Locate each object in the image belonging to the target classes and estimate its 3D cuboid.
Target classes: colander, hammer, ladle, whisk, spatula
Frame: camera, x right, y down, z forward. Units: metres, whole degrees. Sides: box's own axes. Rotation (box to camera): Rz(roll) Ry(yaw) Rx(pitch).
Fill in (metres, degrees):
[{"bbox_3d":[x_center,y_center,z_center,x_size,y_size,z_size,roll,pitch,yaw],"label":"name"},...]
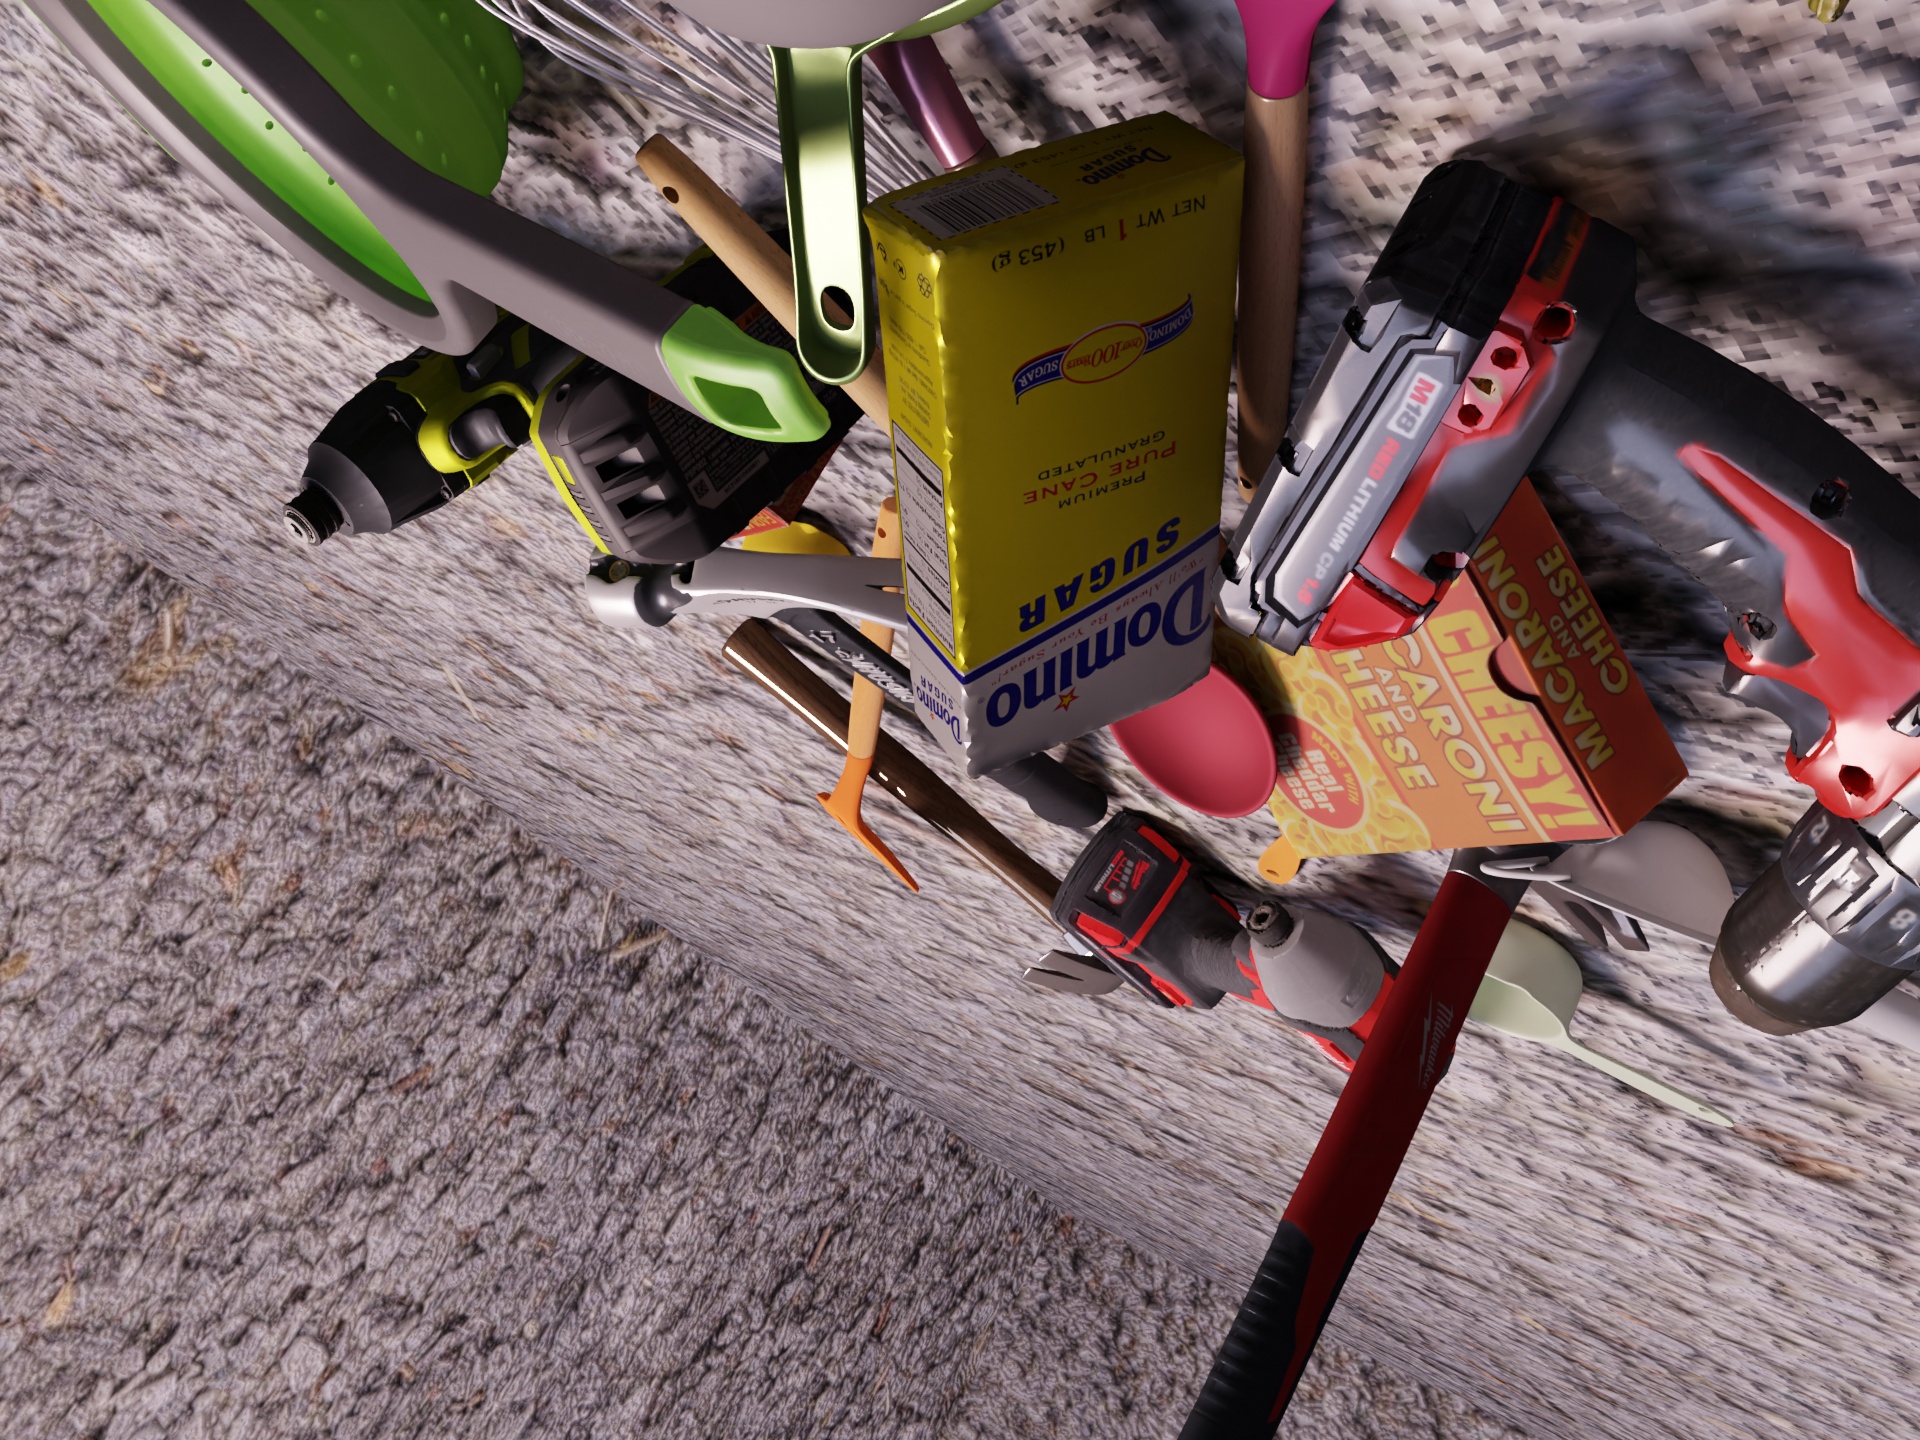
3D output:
[{"bbox_3d":[-0.161,-0.193,0.504,0.397,0.094,0.204,32,167,31],"label":"colander"},{"bbox_3d":[0.152,0.202,0.618,0.143,0.386,0.038,39,160,-23],"label":"hammer"},{"bbox_3d":[0.009,-0.073,0.541,0.069,0.031,0.315,-16,128,47],"label":"ladle"},{"bbox_3d":[-0.031,-0.173,0.484,0.284,0.070,0.070,34,163,-24],"label":"whisk"},{"bbox_3d":[-0.046,-0.005,0.862,0.081,0.041,0.322,40,146,21],"label":"spatula"},{"bbox_3d":[-0.016,0.053,1.002,0.331,0.130,0.031,40,120,-1],"label":"hammer"},{"bbox_3d":[-0.001,-0.002,0.754,0.149,0.036,0.408,4,167,23],"label":"hammer"}]

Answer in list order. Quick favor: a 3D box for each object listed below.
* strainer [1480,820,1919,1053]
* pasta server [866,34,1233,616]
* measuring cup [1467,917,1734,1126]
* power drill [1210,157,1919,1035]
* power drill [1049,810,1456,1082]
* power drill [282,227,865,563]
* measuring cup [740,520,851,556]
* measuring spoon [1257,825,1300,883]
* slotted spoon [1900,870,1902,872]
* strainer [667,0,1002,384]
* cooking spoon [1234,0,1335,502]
[{"bbox_3d":[0.326,0.093,0.617,0.258,0.050,0.087,27,-172,-3],"label":"strainer"},{"bbox_3d":[0.013,-0.138,0.465,0.060,0.040,0.316,-9,131,38],"label":"pasta server"},{"bbox_3d":[0.310,0.146,0.787,0.167,0.038,0.083,28,162,5],"label":"measuring cup"},{"bbox_3d":[0.183,-0.019,0.406,0.227,0.080,0.187,28,136,7],"label":"power drill"},{"bbox_3d":[0.152,0.125,0.870,0.143,0.078,0.220,42,168,-28],"label":"power drill"},{"bbox_3d":[-0.159,-0.123,0.631,0.223,0.171,0.080,8,136,42],"label":"power drill"},{"bbox_3d":[-0.134,-0.095,0.818,0.156,0.029,0.062,17,164,-13],"label":"measuring cup"},{"bbox_3d":[0.175,0.070,0.853,0.021,0.011,0.116,28,165,12],"label":"measuring spoon"},{"bbox_3d":[0.350,0.036,0.448,0.070,0.031,0.313,33,164,-3],"label":"slotted spoon"},{"bbox_3d":[-0.046,-0.167,0.374,0.151,0.069,0.256,15,144,11],"label":"strainer"},{"bbox_3d":[0.082,-0.148,0.414,0.069,0.017,0.318,38,165,23],"label":"cooking spoon"}]
